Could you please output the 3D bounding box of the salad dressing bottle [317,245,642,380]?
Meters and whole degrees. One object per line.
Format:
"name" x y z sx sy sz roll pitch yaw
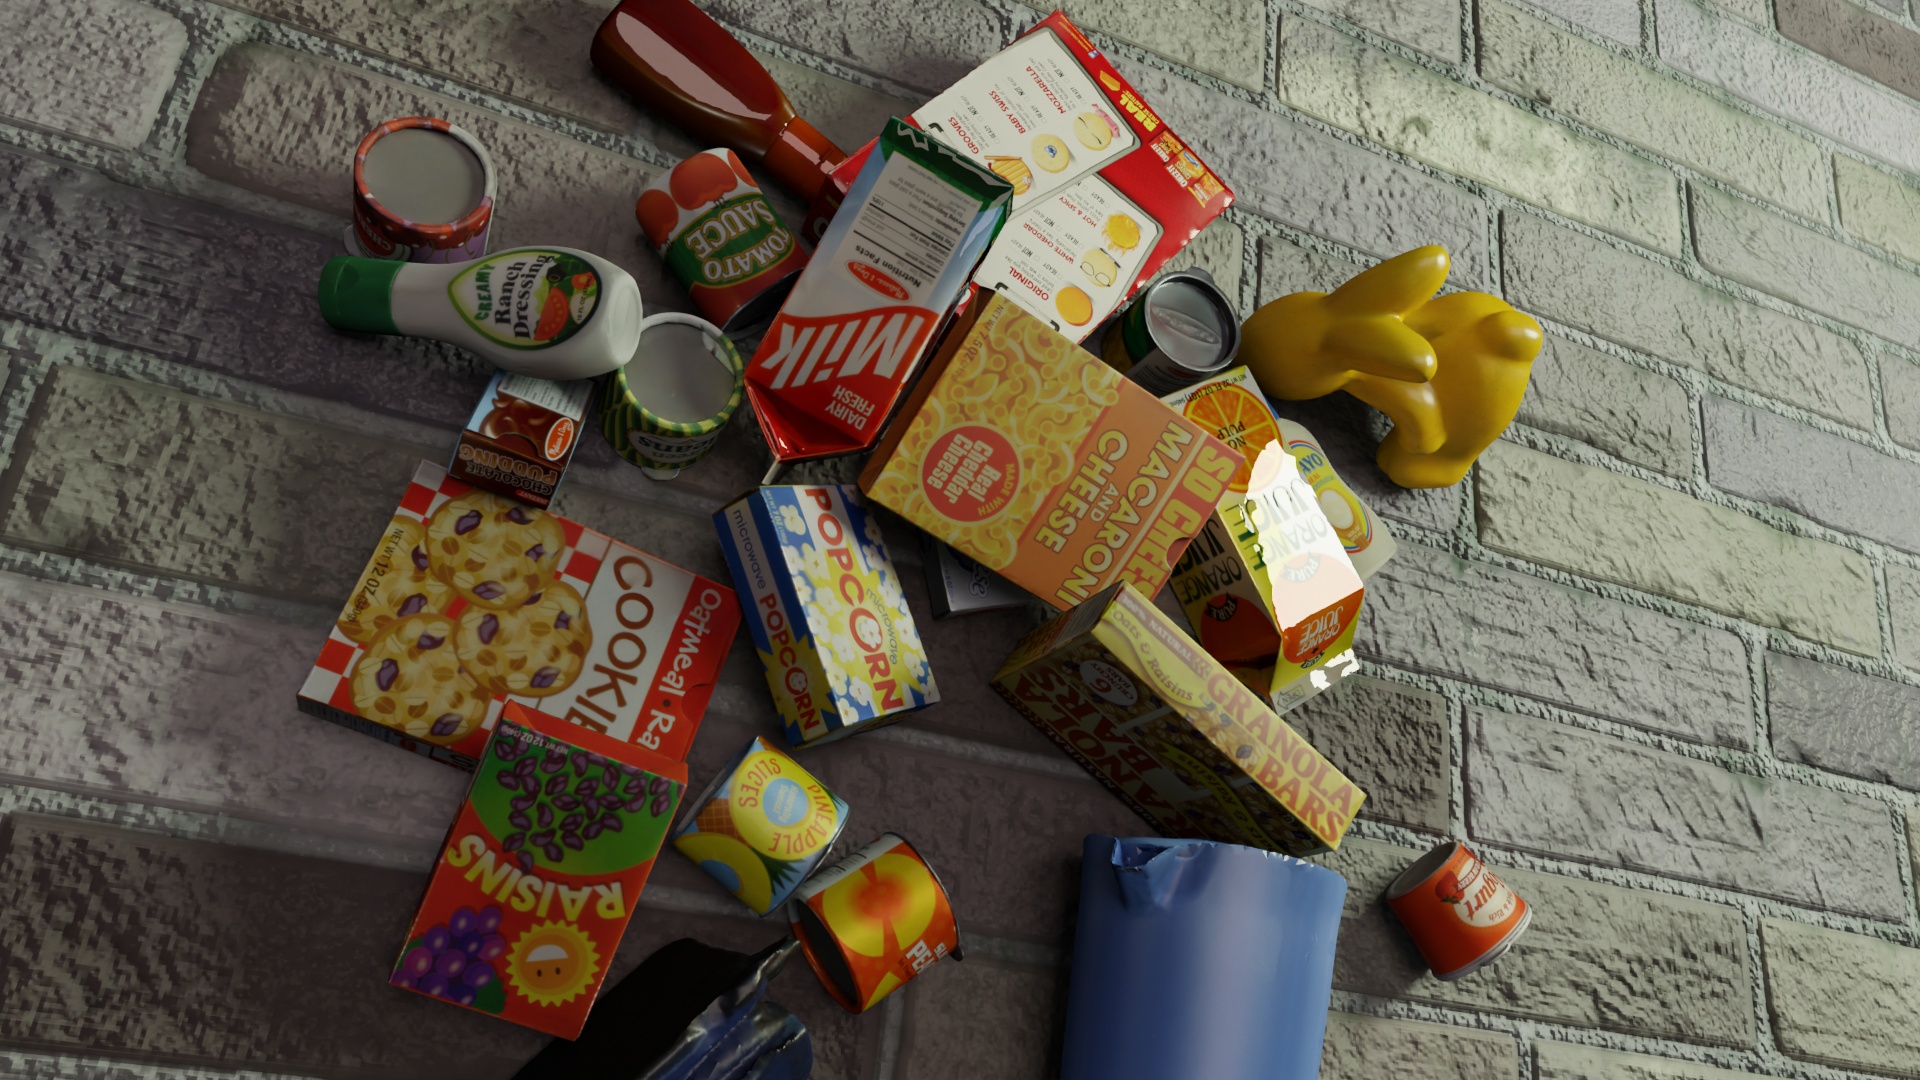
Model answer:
"salad dressing bottle" -0.231 -0.112 0.667 0.148 0.044 0.064 6 74 7

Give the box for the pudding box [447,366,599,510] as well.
"pudding box" -0.211 -0.056 0.675 0.049 0.030 0.084 22 33 -16

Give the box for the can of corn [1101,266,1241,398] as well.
"can of corn" 0.129 -0.124 0.852 0.071 0.058 0.071 8 69 -21

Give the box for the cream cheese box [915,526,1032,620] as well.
"cream cheese box" 0.003 -0.010 0.776 0.053 0.024 0.104 -6 75 -26

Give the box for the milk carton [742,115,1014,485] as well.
"milk carton" -0.050 -0.111 0.717 0.073 0.072 0.190 30 91 -1

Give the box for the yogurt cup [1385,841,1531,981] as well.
"yogurt cup" 0.283 0.211 0.799 0.073 0.072 0.054 -34 80 -29

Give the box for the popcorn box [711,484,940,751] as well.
"popcorn box" -0.067 0.035 0.702 0.085 0.038 0.127 -4 71 -58

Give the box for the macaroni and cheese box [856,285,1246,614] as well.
"macaroni and cheese box" 0.049 -0.037 0.733 0.166 0.040 0.123 31 96 -17

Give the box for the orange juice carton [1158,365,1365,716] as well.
"orange juice carton" 0.167 0.002 0.815 0.072 0.072 0.193 -22 82 -29

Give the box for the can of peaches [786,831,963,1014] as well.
"can of peaches" -0.041 0.184 0.664 0.058 0.071 0.071 -26 84 -28

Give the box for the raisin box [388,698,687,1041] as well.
"raisin box" -0.183 0.143 0.606 0.086 0.040 0.123 23 90 -15

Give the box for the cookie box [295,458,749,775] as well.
"cookie box" -0.201 0.052 0.657 0.167 0.040 0.123 25 64 -14

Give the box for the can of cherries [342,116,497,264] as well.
"can of cherries" -0.270 -0.167 0.694 0.071 0.058 0.071 8 69 -21

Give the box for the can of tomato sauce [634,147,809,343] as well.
"can of tomato sauce" -0.125 -0.159 0.747 0.071 0.071 0.083 -33 87 -29

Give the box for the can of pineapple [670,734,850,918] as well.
"can of pineapple" -0.094 0.134 0.658 0.058 0.070 0.071 40 61 -6

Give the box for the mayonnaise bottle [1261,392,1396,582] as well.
"mayonnaise bottle" 0.205 -0.036 0.864 0.065 0.041 0.148 -35 89 -28

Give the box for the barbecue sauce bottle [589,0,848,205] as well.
"barbecue sauce bottle" -0.133 -0.251 0.792 0.148 0.043 0.065 37 62 -8

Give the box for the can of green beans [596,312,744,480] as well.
"can of green beans" -0.149 -0.076 0.714 0.071 0.057 0.071 8 70 -21

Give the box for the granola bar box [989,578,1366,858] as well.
"granola bar box" 0.108 0.103 0.725 0.165 0.123 0.039 41 62 -5
